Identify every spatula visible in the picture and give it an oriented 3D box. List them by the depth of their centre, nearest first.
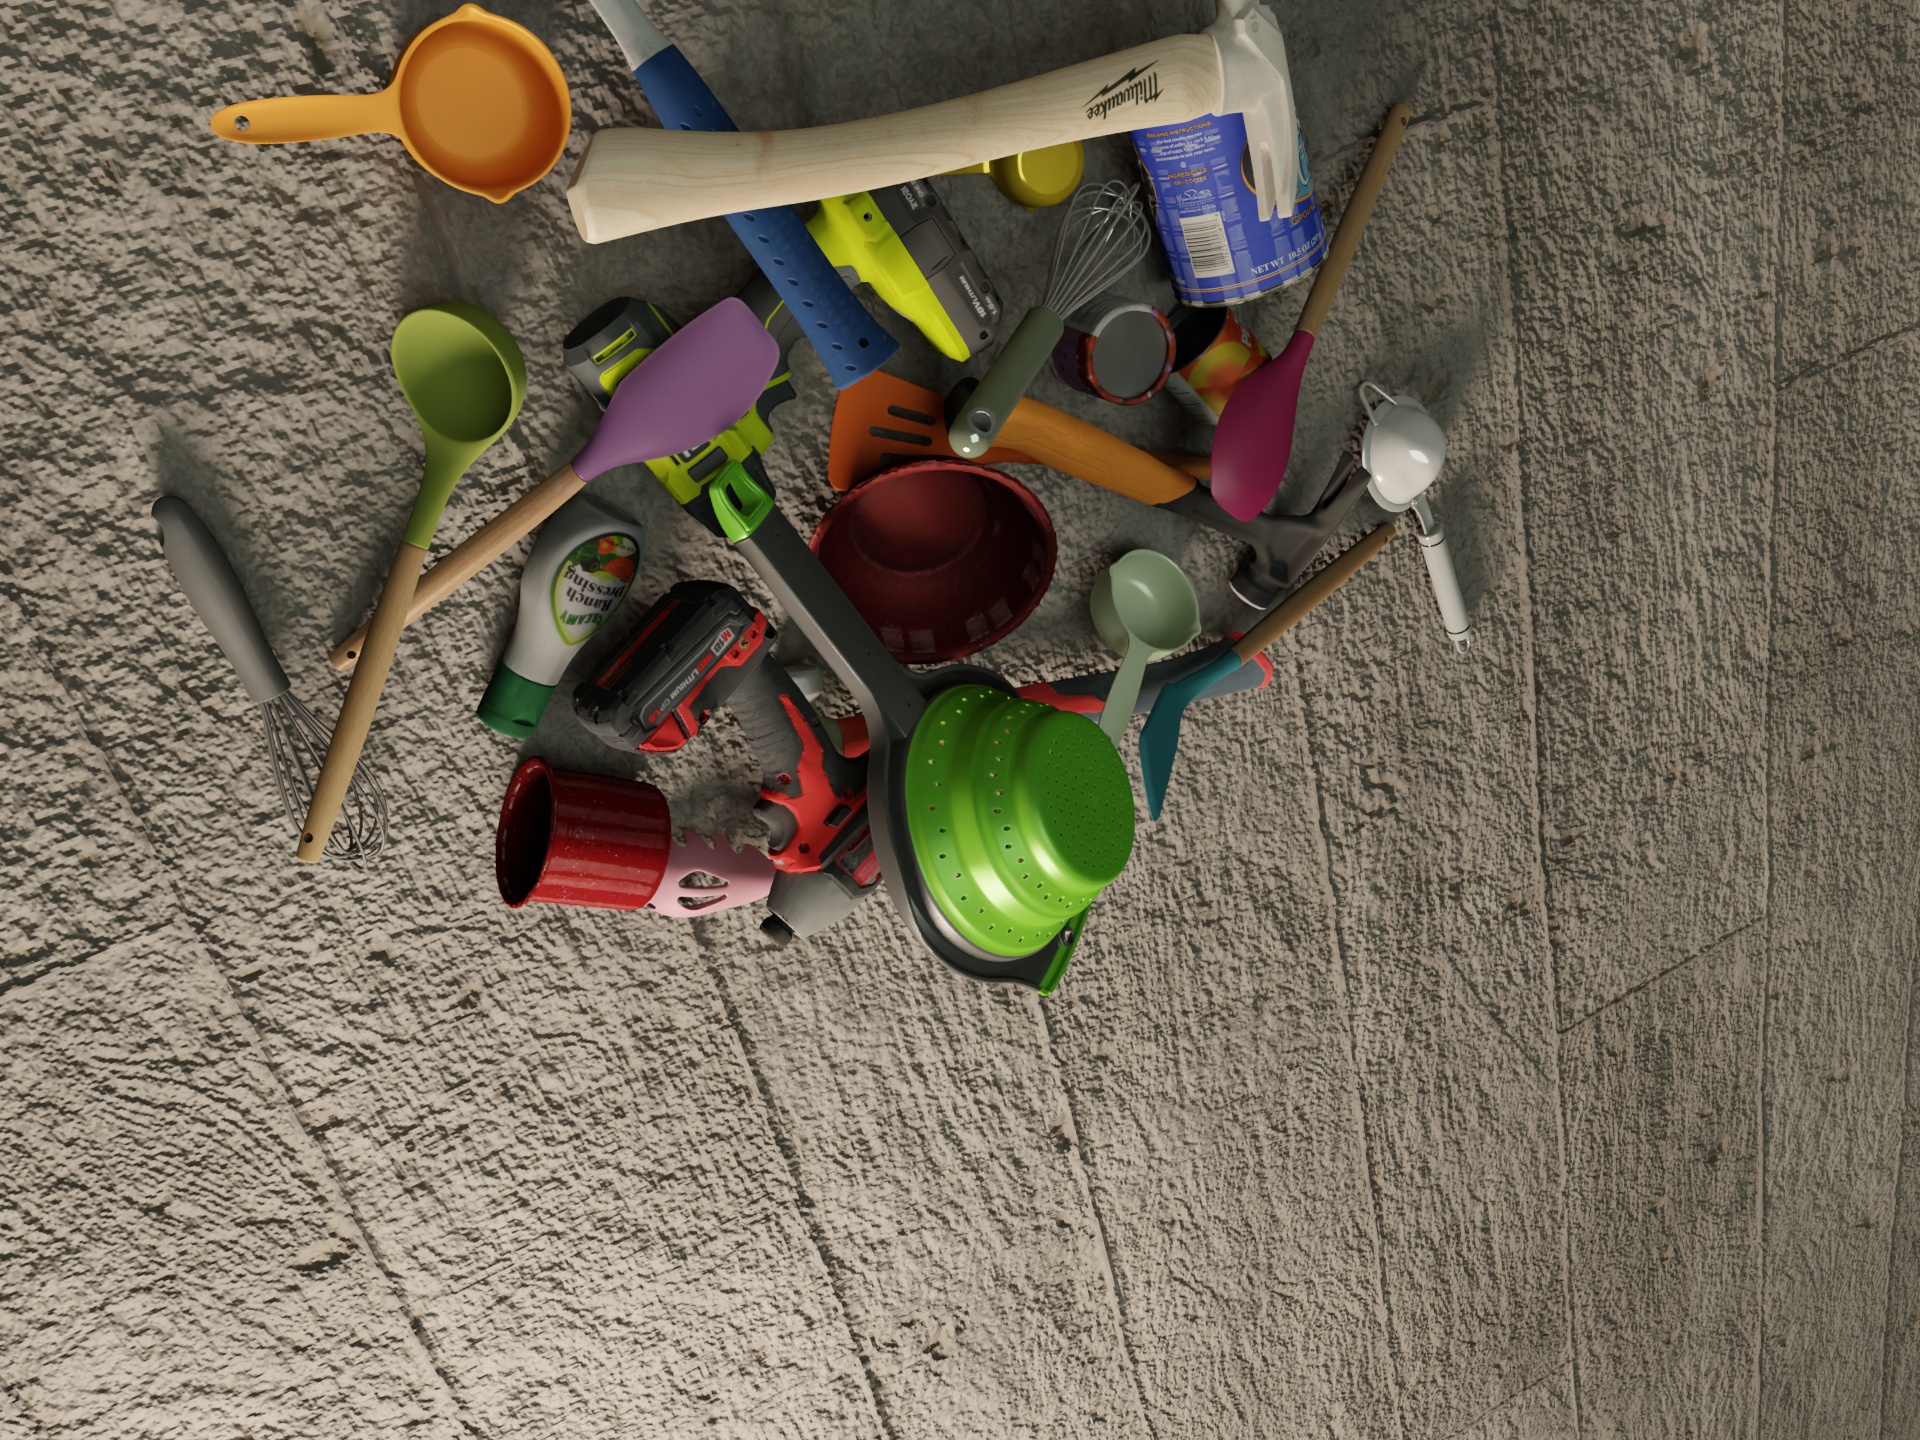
[{"bbox_3d":[-0.233,-0.123,0.895,0.316,0.018,0.059,-36,120,8],"label":"spatula"},{"bbox_3d":[0.067,-0.180,1.066,0.322,0.041,0.081,0,111,-31],"label":"spatula"},{"bbox_3d":[0.222,-0.053,1.143,0.317,0.044,0.082,-38,135,-24],"label":"spatula"}]

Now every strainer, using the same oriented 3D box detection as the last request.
[{"bbox_3d":[0.360,-0.149,1.214,0.087,0.050,0.258,-46,128,-22],"label":"strainer"}]

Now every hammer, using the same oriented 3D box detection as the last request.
[{"bbox_3d":[-0.168,-0.343,0.808,0.144,0.035,0.405,-43,111,-19],"label":"hammer"},{"bbox_3d":[-0.001,-0.301,0.842,0.410,0.038,0.146,-19,107,-19],"label":"hammer"},{"bbox_3d":[0.129,-0.164,1.046,0.336,0.034,0.127,14,124,-39],"label":"hammer"},{"bbox_3d":[0.054,0.007,1.113,0.386,0.038,0.143,-10,102,-24],"label":"hammer"}]

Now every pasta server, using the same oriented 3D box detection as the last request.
[{"bbox_3d":[-0.072,0.102,1.111,0.316,0.040,0.060,-2,111,-30],"label":"pasta server"}]

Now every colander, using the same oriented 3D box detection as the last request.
[{"bbox_3d":[-0.002,-0.003,0.956,0.396,0.094,0.205,53,42,-25],"label":"colander"}]

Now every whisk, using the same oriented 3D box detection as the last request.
[{"bbox_3d":[-0.387,-0.016,0.892,0.055,0.055,0.238,-26,116,-15],"label":"whisk"},{"bbox_3d":[0.054,-0.244,0.956,0.057,0.059,0.246,37,60,-11],"label":"whisk"}]

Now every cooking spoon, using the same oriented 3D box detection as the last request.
[{"bbox_3d":[0.238,-0.277,1.057,0.068,0.017,0.319,31,77,-32],"label":"cooking spoon"}]

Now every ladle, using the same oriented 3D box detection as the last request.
[{"bbox_3d":[-0.314,-0.072,0.870,0.078,0.062,0.320,20,93,10],"label":"ladle"}]

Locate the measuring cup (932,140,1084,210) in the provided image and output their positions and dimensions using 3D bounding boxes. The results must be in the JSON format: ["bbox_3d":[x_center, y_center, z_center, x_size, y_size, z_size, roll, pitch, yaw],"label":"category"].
[{"bbox_3d":[0.004,-0.339,0.962,0.156,0.029,0.062,-8,114,-22],"label":"measuring cup"}]

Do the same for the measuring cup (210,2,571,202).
[{"bbox_3d":[-0.290,-0.312,0.814,0.173,0.052,0.095,-13,115,-20],"label":"measuring cup"}]

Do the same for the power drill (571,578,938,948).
[{"bbox_3d":[-0.122,0.031,0.968,0.143,0.079,0.219,-50,118,-14],"label":"power drill"}]

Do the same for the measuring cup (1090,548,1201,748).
[{"bbox_3d":[0.111,-0.041,1.089,0.083,0.038,0.168,32,60,-19],"label":"measuring cup"}]

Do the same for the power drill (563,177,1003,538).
[{"bbox_3d":[-0.095,-0.216,0.936,0.223,0.080,0.171,-38,121,-1],"label":"power drill"}]
